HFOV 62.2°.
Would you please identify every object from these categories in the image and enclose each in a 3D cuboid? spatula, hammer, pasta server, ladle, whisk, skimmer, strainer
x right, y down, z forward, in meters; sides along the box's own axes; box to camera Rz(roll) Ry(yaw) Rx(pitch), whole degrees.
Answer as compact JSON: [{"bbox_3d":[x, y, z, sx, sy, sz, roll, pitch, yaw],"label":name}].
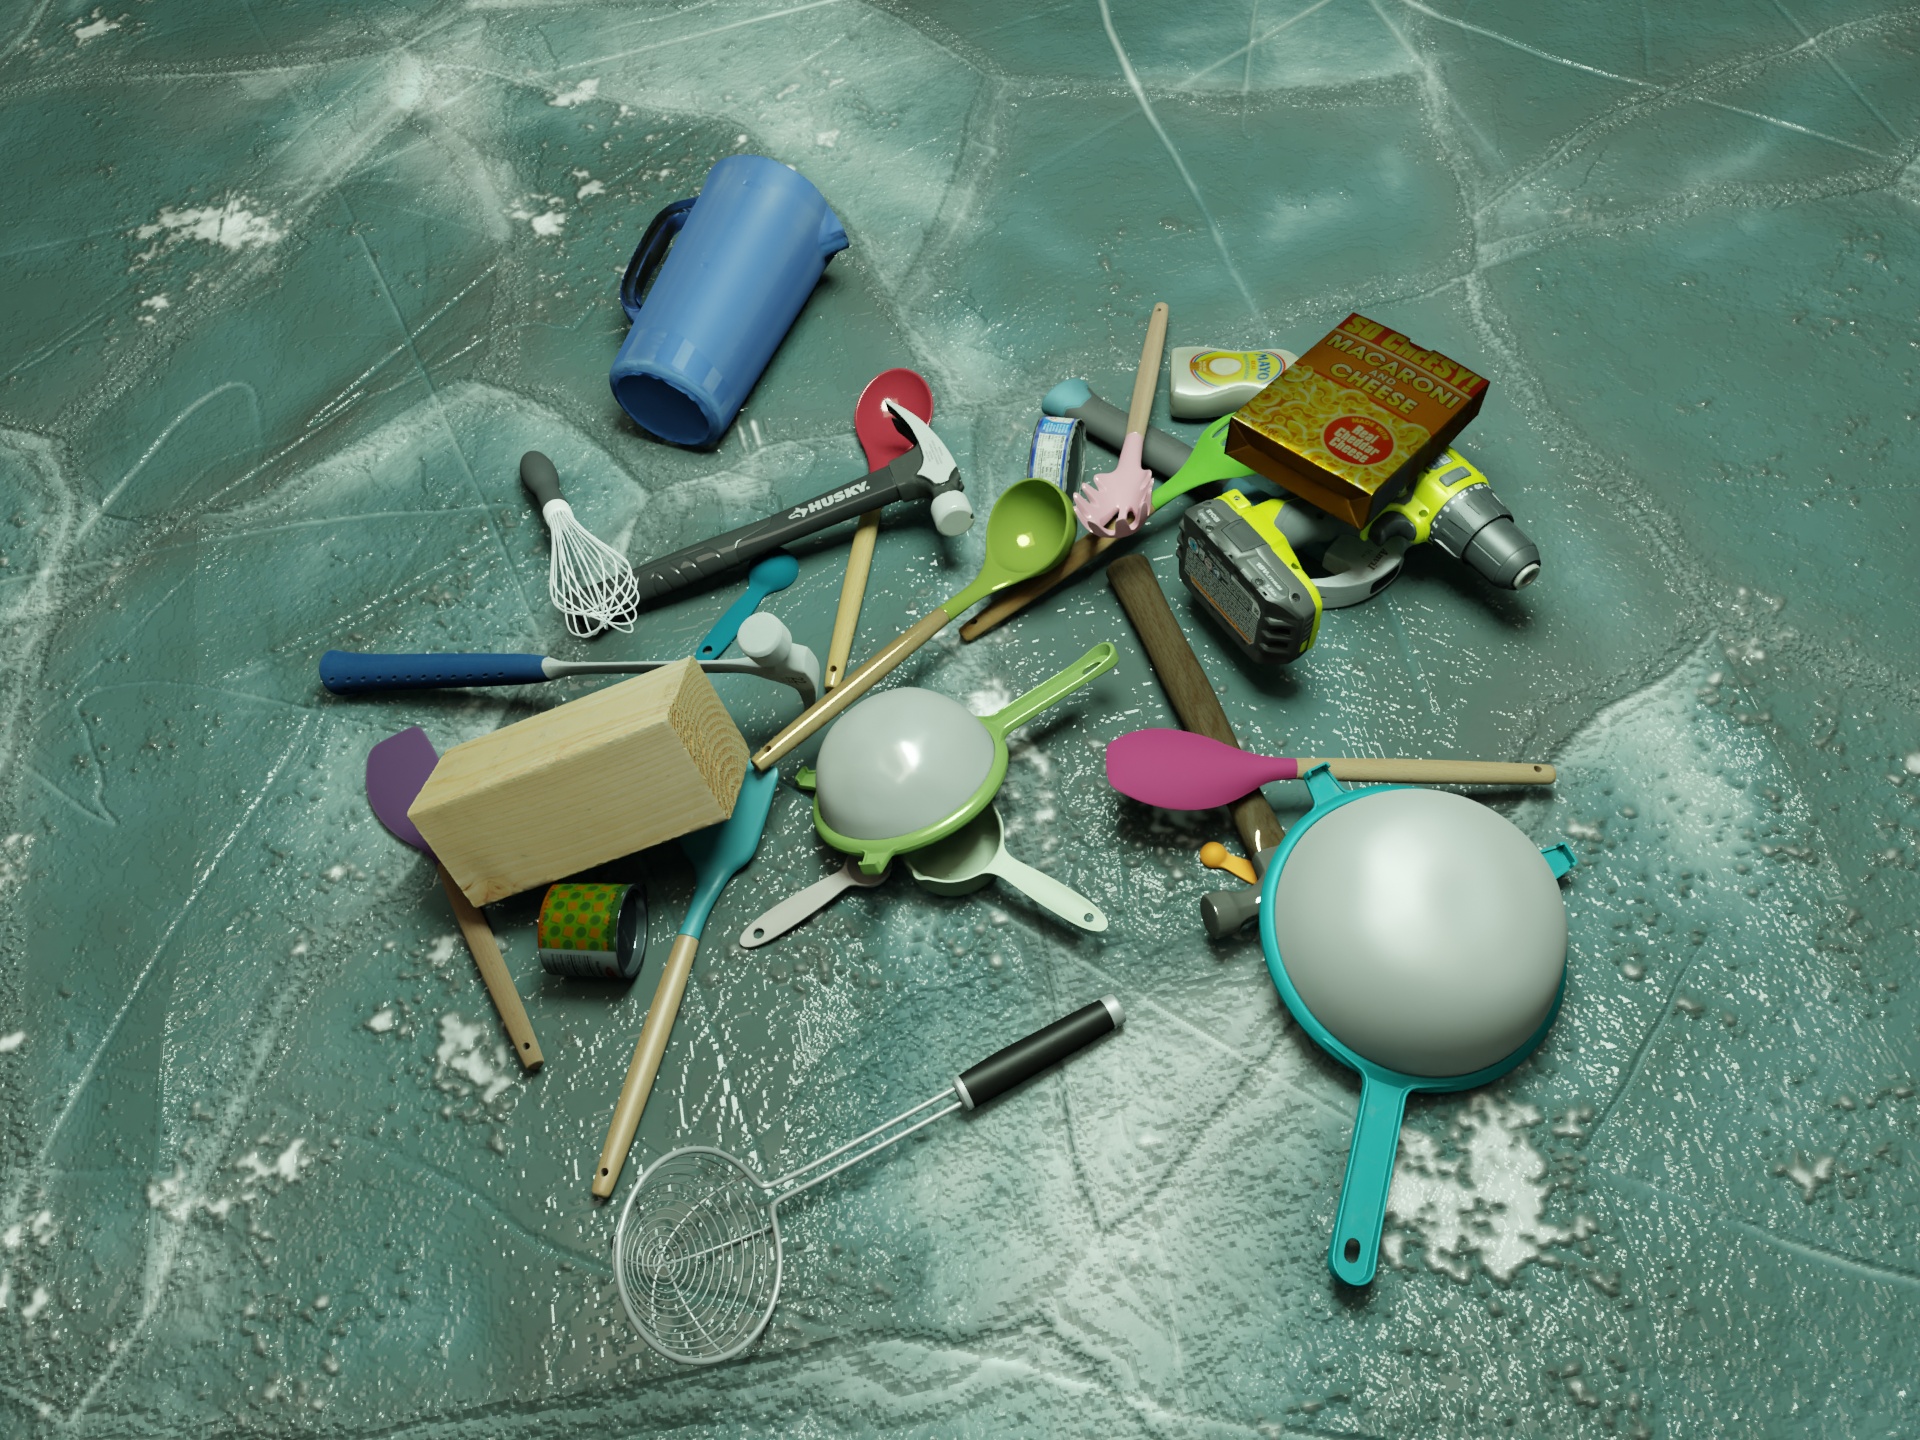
[{"bbox_3d":[-0.202,0.171,1.106,0.082,0.044,0.318,7,61,13],"label":"spatula"},{"bbox_3d":[-0.162,-0.151,1.281,0.335,0.035,0.146,-22,52,2],"label":"hammer"},{"bbox_3d":[0.144,-0.252,1.294,0.060,0.040,0.316,-1,47,19],"label":"pasta server"},{"bbox_3d":[-0.035,-0.072,1.189,0.320,0.062,0.078,-40,51,-19],"label":"ladle"},{"bbox_3d":[-0.316,-0.150,1.282,0.070,0.070,0.285,-25,42,-10],"label":"whisk"},{"bbox_3d":[0.208,-0.196,1.298,0.331,0.033,0.128,34,66,23],"label":"hammer"},{"bbox_3d":[-0.075,-0.160,1.308,0.069,0.031,0.316,3,61,13],"label":"ladle"},{"bbox_3d":[-0.300,-0.037,1.214,0.405,0.144,0.035,0,71,16],"label":"hammer"},{"bbox_3d":[-0.045,0.270,1.003,0.363,0.090,0.127,-26,92,-13],"label":"skimmer"},{"bbox_3d":[-0.002,-0.004,1.142,0.256,0.069,0.152,-32,34,-9],"label":"strainer"},{"bbox_3d":[0.184,0.003,1.172,0.130,0.031,0.332,-13,55,-12],"label":"hammer"},{"bbox_3d":[-0.370,0.126,1.165,0.060,0.018,0.316,-29,59,-11],"label":"spatula"},{"bbox_3d":[0.288,0.181,1.000,0.211,0.095,0.341,19,64,1],"label":"strainer"}]

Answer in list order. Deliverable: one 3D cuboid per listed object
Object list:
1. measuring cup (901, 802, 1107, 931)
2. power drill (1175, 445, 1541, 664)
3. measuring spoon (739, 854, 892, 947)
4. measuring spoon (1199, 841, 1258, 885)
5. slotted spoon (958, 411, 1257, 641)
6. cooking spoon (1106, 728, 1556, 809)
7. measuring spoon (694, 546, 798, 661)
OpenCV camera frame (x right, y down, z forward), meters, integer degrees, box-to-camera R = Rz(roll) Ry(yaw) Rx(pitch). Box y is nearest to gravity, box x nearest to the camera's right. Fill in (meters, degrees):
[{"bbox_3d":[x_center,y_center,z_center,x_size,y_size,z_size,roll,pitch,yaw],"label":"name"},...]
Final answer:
[{"bbox_3d":[0.032,0.110,1.125,0.168,0.038,0.083,29,65,19],"label":"measuring cup"},{"bbox_3d":[0.297,-0.135,1.187,0.228,0.080,0.191,-27,58,-16],"label":"power drill"},{"bbox_3d":[-0.103,0.129,1.142,0.124,0.018,0.034,-31,61,-6],"label":"measuring spoon"},{"bbox_3d":[0.223,0.113,1.118,0.117,0.011,0.021,23,63,18],"label":"measuring spoon"},{"bbox_3d":[0.130,-0.155,1.256,0.314,0.031,0.070,-35,54,-3],"label":"slotted spoon"},{"bbox_3d":[0.261,0.034,1.121,0.319,0.017,0.069,2,54,-3],"label":"cooking spoon"},{"bbox_3d":[-0.176,-0.096,1.279,0.042,0.021,0.129,24,62,19],"label":"measuring spoon"}]
